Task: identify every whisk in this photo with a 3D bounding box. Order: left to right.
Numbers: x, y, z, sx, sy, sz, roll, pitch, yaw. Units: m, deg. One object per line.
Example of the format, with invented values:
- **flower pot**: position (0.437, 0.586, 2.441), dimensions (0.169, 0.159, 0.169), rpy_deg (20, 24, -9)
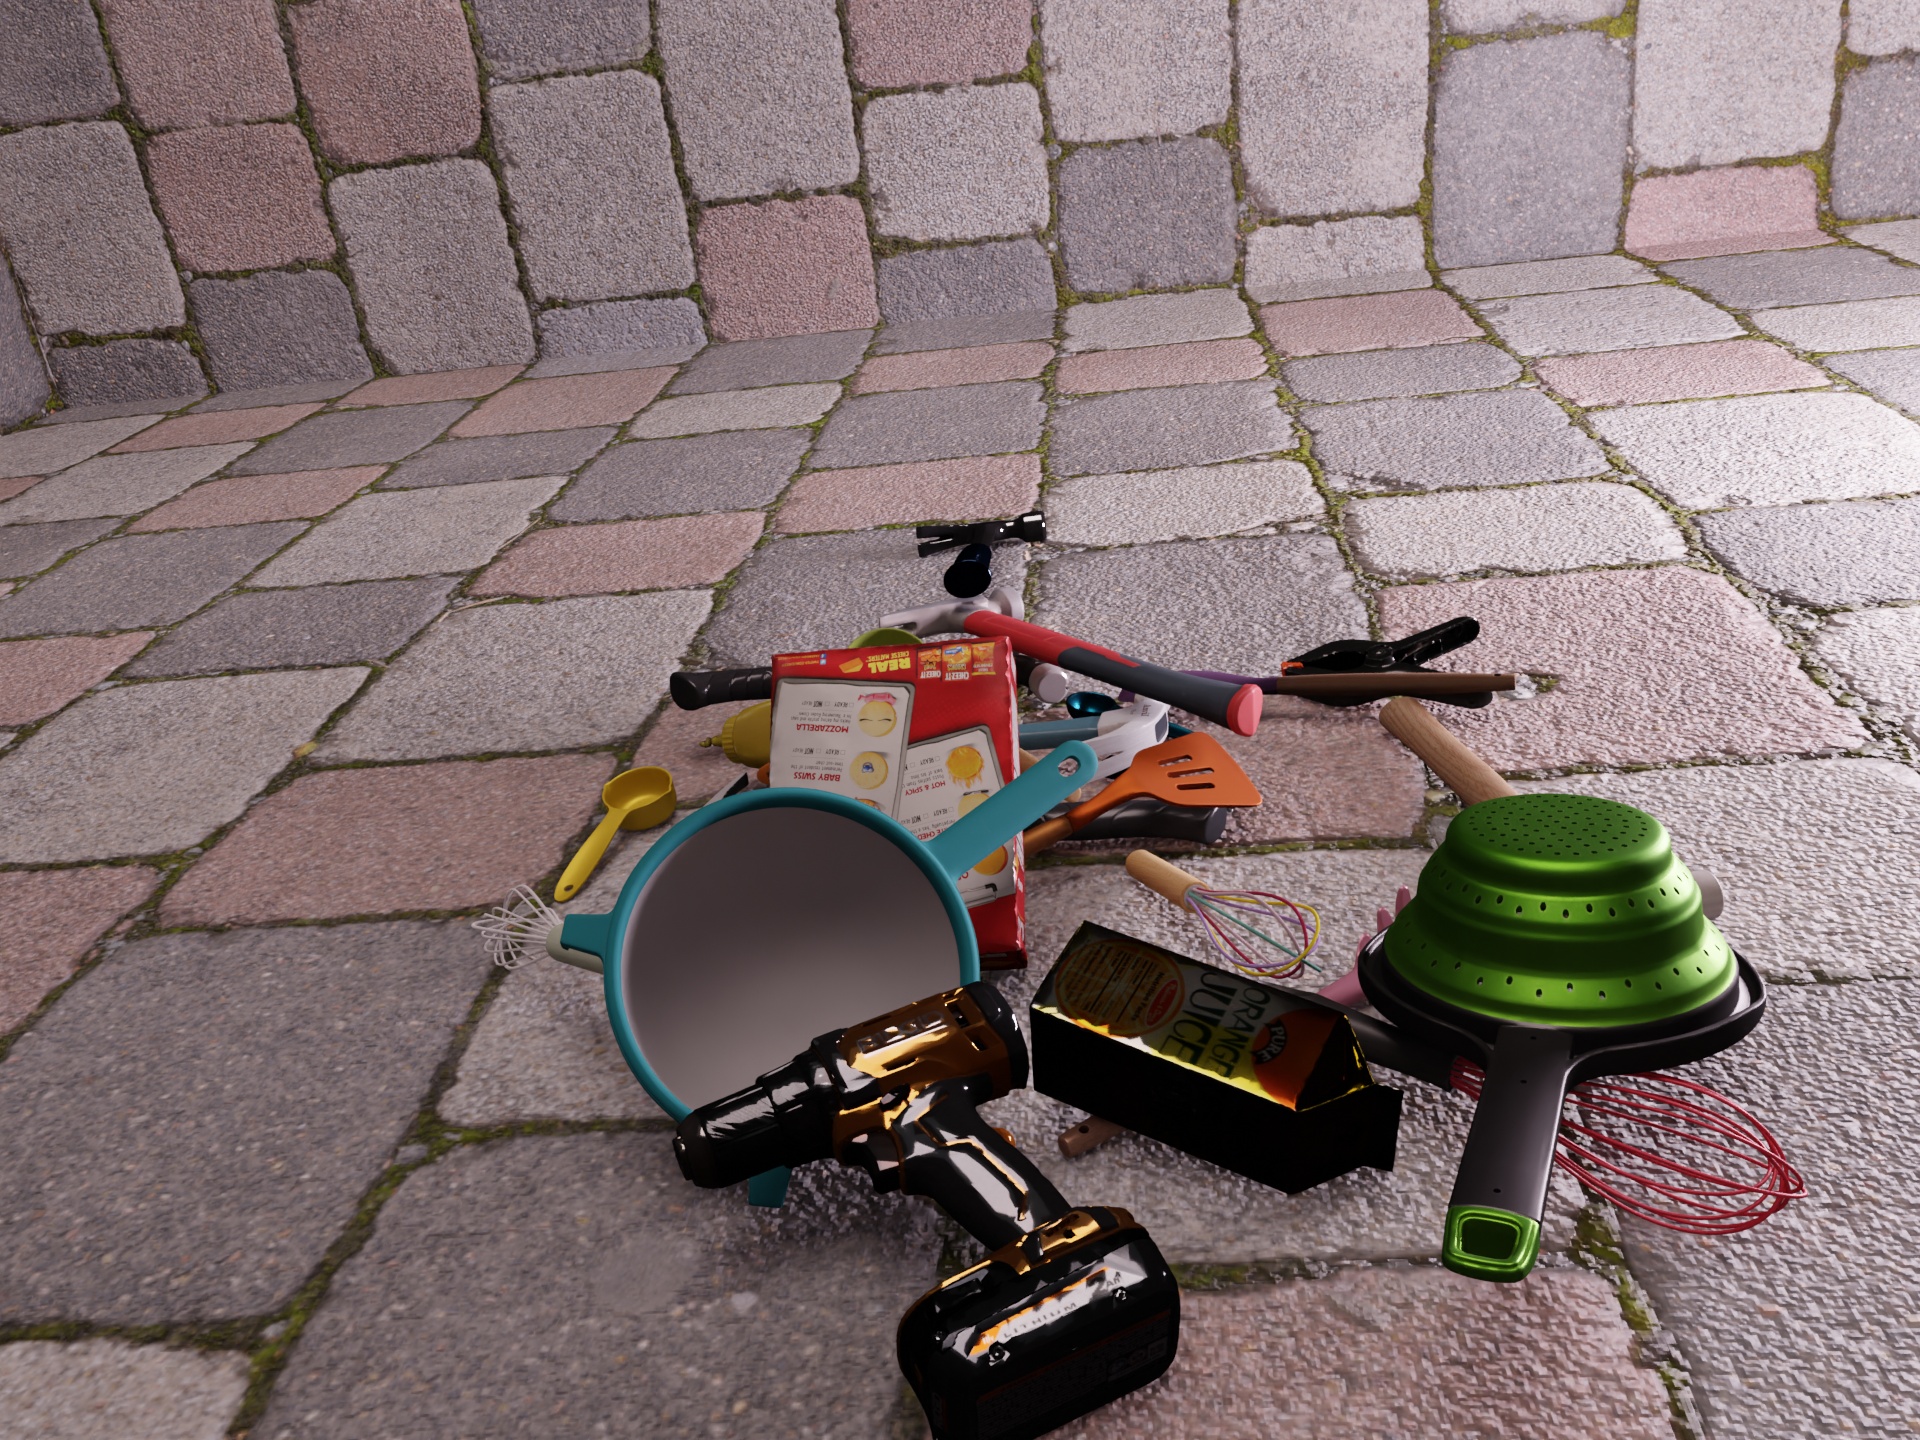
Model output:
- **whisk**: position (-0.257, 0.141, 1.021), dimensions (0.057, 0.059, 0.246), rpy_deg (13, -8, -33)
- **whisk**: position (0.160, 0.114, 0.995), dimensions (0.051, 0.047, 0.245), rpy_deg (18, 2, -17)
- **whisk**: position (0.273, 0.187, 0.817), dimensions (0.296, 0.073, 0.073), rpy_deg (16, 34, 37)

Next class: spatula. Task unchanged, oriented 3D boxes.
- **spatula**: position (0.055, 0.088, 1.103), dimensions (0.322, 0.041, 0.081), rpy_deg (-26, 49, -10)
- **spatula**: position (0.284, -0.030, 1.290), dimensions (0.316, 0.018, 0.060), rpy_deg (0, 28, 22)

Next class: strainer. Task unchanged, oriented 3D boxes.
- **strainer**: position (-0.054, 0.119, 0.949), dimensions (0.340, 0.211, 0.095), rpy_deg (-34, -10, -27)

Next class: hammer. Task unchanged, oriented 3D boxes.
- **hammer**: position (-0.085, -0.042, 1.393), dimensions (0.334, 0.035, 0.146), rpy_deg (-5, 23, -16)
- **hammer**: position (-0.009, 0.077, 1.177), dimensions (0.409, 0.036, 0.149), rpy_deg (-3, 25, 9)
- **hammer**: position (0.000, 0.018, 1.274), dimensions (0.331, 0.033, 0.128), rpy_deg (-5, 22, 15)
- **hammer**: position (0.012, -0.167, 1.589), dimensions (0.144, 0.035, 0.405), rpy_deg (-6, 12, 5)
- **hammer**: position (0.087, -0.047, 1.277), dimensions (0.143, 0.038, 0.387), rpy_deg (-14, 22, -31)
- **hammer**: position (0.374, 0.059, 1.111), dimensions (0.130, 0.031, 0.332), rpy_deg (-10, 25, -7)

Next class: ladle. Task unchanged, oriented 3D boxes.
- **ladle**: position (-0.002, -0.004, 1.207), dimensions (0.078, 0.062, 0.320), rpy_deg (-32, 29, -16)

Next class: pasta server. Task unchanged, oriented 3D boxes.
- **pasta server**: position (0.187, 0.171, 0.920), dimensions (0.316, 0.040, 0.060), rpy_deg (-22, 41, -25)

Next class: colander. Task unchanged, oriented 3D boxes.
- **colander**: position (0.281, 0.122, 0.772), dimensions (0.204, 0.094, 0.397), rpy_deg (3, 18, 25)

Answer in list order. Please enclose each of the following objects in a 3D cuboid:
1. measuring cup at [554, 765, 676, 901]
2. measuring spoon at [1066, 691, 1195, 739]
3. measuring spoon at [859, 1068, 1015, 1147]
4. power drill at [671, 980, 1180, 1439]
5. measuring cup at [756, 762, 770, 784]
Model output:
- **measuring cup**: position (-0.270, 0.094, 1.235), dimensions (0.062, 0.029, 0.157), rpy_deg (3, 39, 21)
- **measuring spoon**: position (0.144, 0.006, 1.312), dimensions (0.129, 0.021, 0.042), rpy_deg (20, 30, 30)
- **measuring spoon**: position (-0.019, 0.202, 0.862), dimensions (0.117, 0.011, 0.021), rpy_deg (34, 63, 1)
- **power drill**: position (-0.023, 0.232, 0.759), dimensions (0.185, 0.084, 0.226), rpy_deg (-17, 38, -19)
- **measuring cup**: position (-0.096, 0.038, 1.169), dimensions (0.173, 0.095, 0.052), rpy_deg (-13, 21, 33)
